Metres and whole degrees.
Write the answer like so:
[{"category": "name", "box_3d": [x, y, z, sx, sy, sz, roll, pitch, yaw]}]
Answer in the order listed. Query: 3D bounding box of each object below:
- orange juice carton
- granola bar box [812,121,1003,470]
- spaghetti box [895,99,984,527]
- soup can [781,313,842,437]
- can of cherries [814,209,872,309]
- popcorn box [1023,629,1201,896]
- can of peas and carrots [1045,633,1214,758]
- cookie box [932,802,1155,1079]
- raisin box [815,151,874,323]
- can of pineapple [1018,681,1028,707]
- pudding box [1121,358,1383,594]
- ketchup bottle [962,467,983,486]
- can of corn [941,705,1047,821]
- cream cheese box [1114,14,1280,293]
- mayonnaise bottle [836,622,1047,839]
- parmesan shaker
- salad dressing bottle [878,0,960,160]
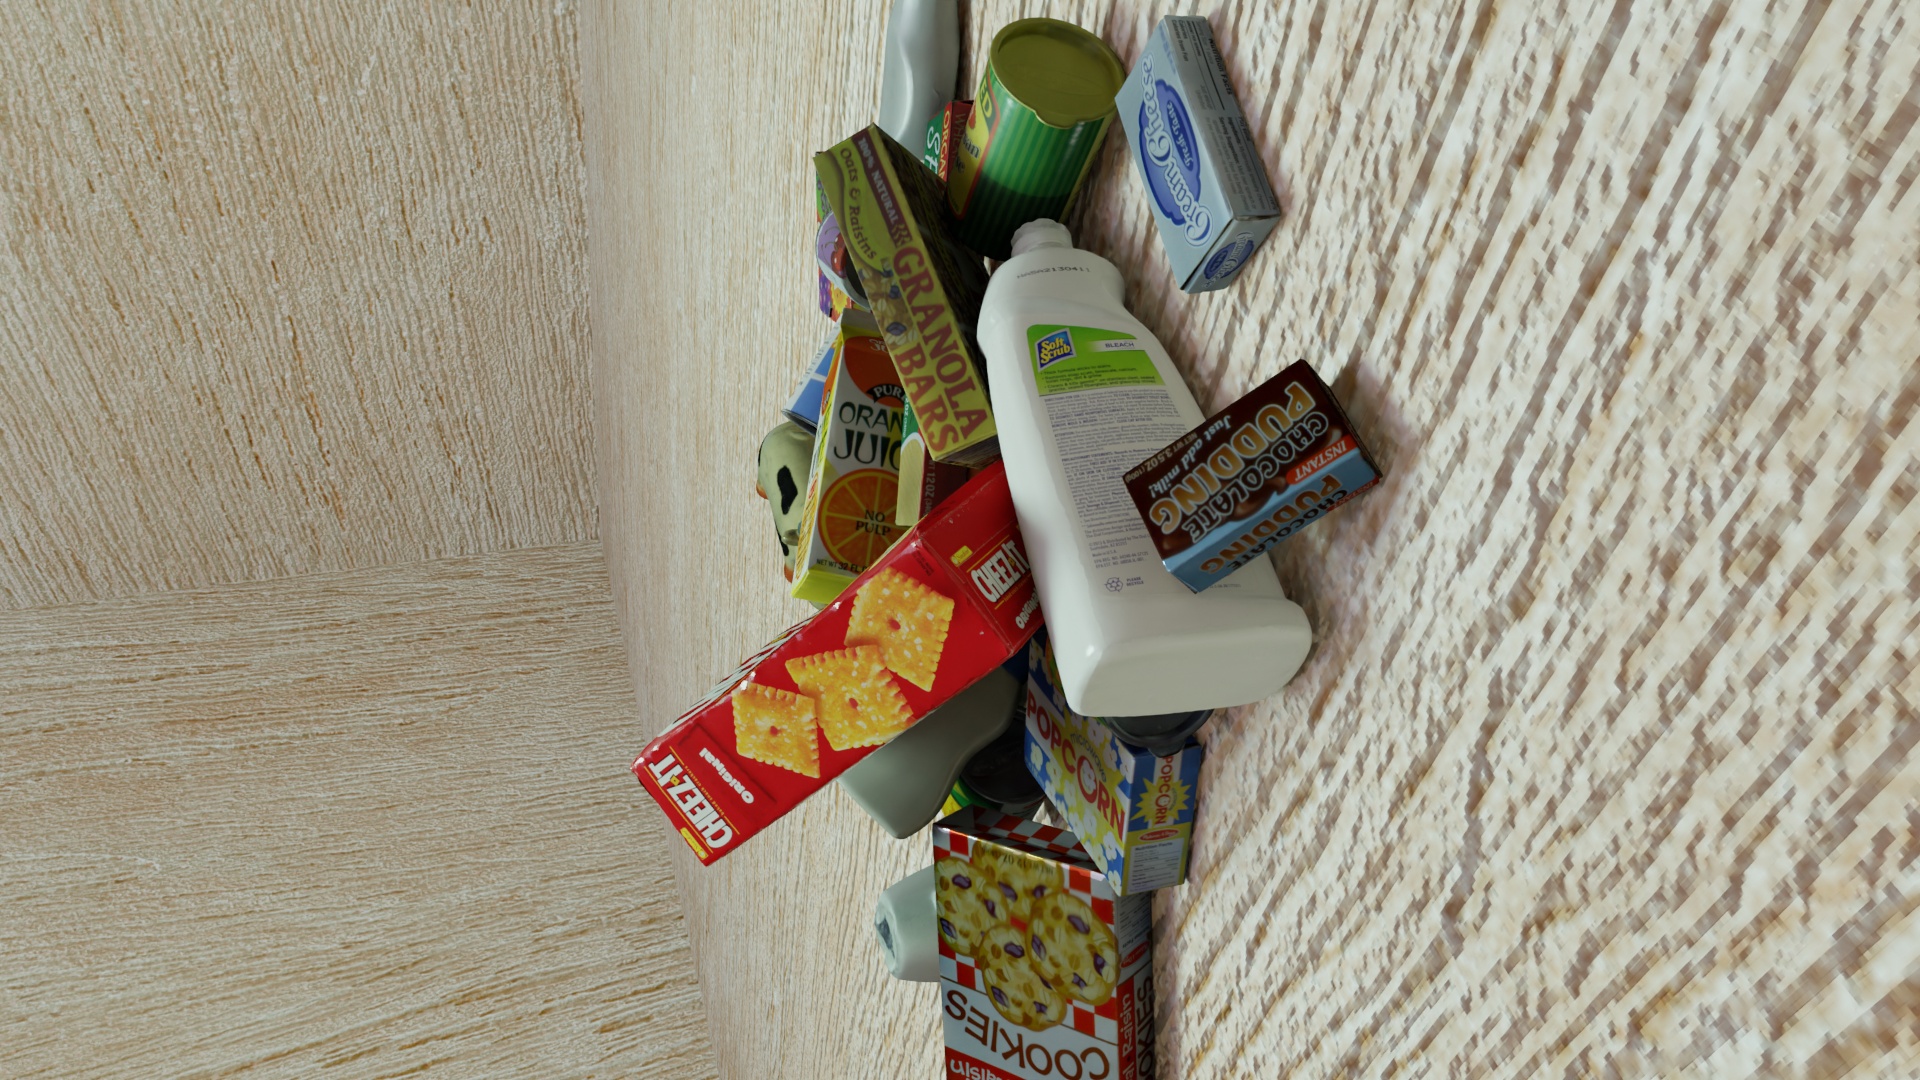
[{"category": "orange juice carton", "box_3d": [-0.055, -0.056, 0.891, 0.073, 0.072, 0.193, 135, 144, -69]}, {"category": "granola bar box", "box_3d": [-0.009, -0.118, 0.718, 0.165, 0.039, 0.124, 68, -164, 8]}, {"category": "spaghetti box", "box_3d": [-0.009, -0.130, 0.813, 0.050, 0.029, 0.250, -178, 93, -71]}, {"category": "soup can", "box_3d": [-0.073, -0.107, 0.970, 0.084, 0.071, 0.071, -59, 21, -5]}, {"category": "can of cherries", "box_3d": [-0.058, -0.197, 0.945, 0.058, 0.071, 0.071, -132, 39, -58]}, {"category": "popcorn box", "box_3d": [0.074, 0.110, 0.721, 0.127, 0.038, 0.084, -131, 38, -57]}, {"category": "can of peas and carrots", "box_3d": [0.081, 0.058, 0.645, 0.059, 0.071, 0.070, -154, 58, -68]}, {"category": "cookie box", "box_3d": [0.047, 0.241, 0.769, 0.123, 0.040, 0.167, 7, 105, 39]}, {"category": "raisin box", "box_3d": [-0.078, -0.221, 1.027, 0.086, 0.040, 0.123, -137, 43, -60]}, {"category": "can of pineapple", "box_3d": [0.004, 0.080, 0.878, 0.071, 0.058, 0.071, 174, 89, -70]}, {"category": "pudding box", "box_3d": [0.108, -0.023, 0.522, 0.083, 0.030, 0.050, -34, 55, 19]}, {"category": "ketchup bottle", "box_3d": [0.003, -0.011, 0.871, 0.148, 0.043, 0.065, 148, 118, -69]}, {"category": "can of corn", "box_3d": [0.021, 0.139, 0.839, 0.058, 0.071, 0.071, 109, 148, -52]}, {"category": "cream cheese box", "box_3d": [0.097, -0.161, 0.580, 0.053, 0.024, 0.104, 124, 135, -62]}, {"category": "mayonnaise bottle", "box_3d": [-0.003, 0.097, 0.790, 0.065, 0.148, 0.041, 43, 176, 13]}, {"category": "parmesan shaker", "box_3d": [0.033, -0.192, 0.682, 0.102, 0.071, 0.071, 116, 141, -57]}, {"category": "salad dressing bottle", "box_3d": [-0.022, -0.306, 0.835, 0.064, 0.044, 0.146, -116, 28, -50]}]
